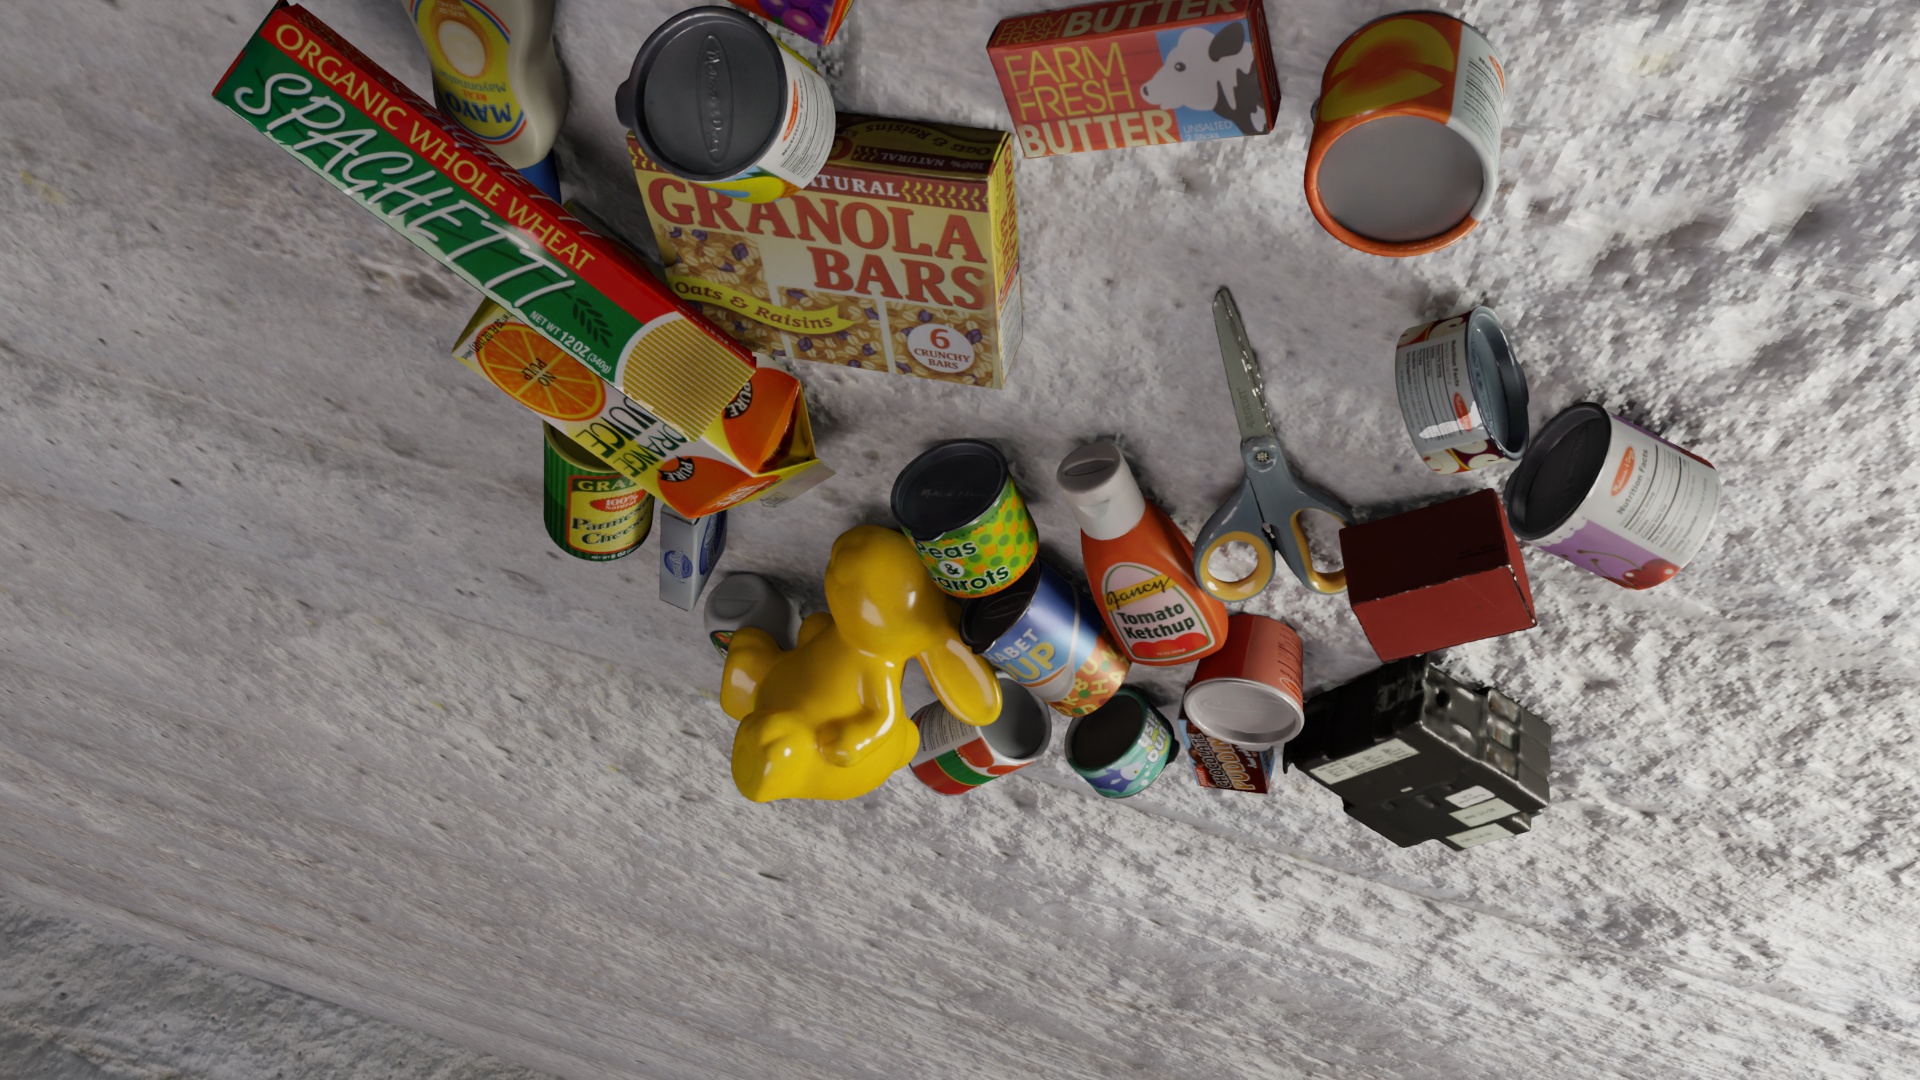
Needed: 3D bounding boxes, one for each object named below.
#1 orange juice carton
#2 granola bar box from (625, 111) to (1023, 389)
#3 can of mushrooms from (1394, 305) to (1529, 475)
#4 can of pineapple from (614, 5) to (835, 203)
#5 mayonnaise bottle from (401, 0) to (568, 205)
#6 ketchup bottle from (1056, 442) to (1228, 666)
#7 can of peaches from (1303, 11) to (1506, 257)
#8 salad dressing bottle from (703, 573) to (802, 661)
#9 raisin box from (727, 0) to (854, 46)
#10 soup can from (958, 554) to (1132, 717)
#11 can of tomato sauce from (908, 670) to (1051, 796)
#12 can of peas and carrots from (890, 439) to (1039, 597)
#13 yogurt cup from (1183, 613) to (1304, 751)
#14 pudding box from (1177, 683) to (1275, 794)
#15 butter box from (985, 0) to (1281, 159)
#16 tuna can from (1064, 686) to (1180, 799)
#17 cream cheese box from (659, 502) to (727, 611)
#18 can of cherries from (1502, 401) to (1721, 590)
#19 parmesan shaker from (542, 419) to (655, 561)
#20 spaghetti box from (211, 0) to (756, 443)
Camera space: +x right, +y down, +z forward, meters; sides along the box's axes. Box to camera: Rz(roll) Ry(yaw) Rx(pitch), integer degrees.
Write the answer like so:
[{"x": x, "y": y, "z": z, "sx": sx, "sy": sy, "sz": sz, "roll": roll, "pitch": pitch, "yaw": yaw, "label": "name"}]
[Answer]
[{"x": -0.156, "y": -0.079, "z": 0.728, "sx": 0.192, "sy": 0.073, "sz": 0.071, "roll": 37, "pitch": 141, "yaw": -25, "label": "orange juice carton"}, {"x": -0.058, "y": -0.135, "z": 0.636, "sx": 0.165, "sy": 0.039, "sz": 0.123, "roll": 10, "pitch": 144, "yaw": 13, "label": "granola bar box"}, {"x": 0.212, "y": -0.062, "z": 0.584, "sx": 0.033, "sy": 0.071, "sz": 0.071, "roll": -15, "pitch": 132, "yaw": 38, "label": "can of mushrooms"}, {"x": -0.091, "y": -0.171, "z": 0.552, "sx": 0.071, "sy": 0.071, "sz": 0.058, "roll": 10, "pitch": -174, "yaw": 13, "label": "can of pineapple"}, {"x": -0.204, "y": -0.203, "z": 0.611, "sx": 0.065, "sy": 0.041, "sz": 0.147, "roll": 14, "pitch": 145, "yaw": 4, "label": "mayonnaise bottle"}, {"x": 0.095, "y": 0.009, "z": 0.753, "sx": 0.064, "sy": 0.044, "sz": 0.148, "roll": -12, "pitch": 135, "yaw": 23, "label": "ketchup bottle"}, {"x": 0.159, "y": -0.145, "z": 0.503, "sx": 0.071, "sy": 0.058, "sz": 0.071, "roll": 12, "pitch": 144, "yaw": 9, "label": "can of peaches"}, {"x": -0.128, "y": 0.084, "z": 0.960, "sx": 0.064, "sy": 0.044, "sz": 0.147, "roll": 1, "pitch": 141, "yaw": 20, "label": "salad dressing bottle"}, {"x": -0.088, "y": -0.246, "z": 0.500, "sx": 0.123, "sy": 0.040, "sz": 0.085, "roll": 24, "pitch": 144, "yaw": -7, "label": "raisin box"}, {"x": 0.050, "y": 0.058, "z": 0.816, "sx": 0.083, "sy": 0.072, "sz": 0.071, "roll": 38, "pitch": 141, "yaw": -25, "label": "soup can"}, {"x": 0.013, "y": 0.131, "z": 0.938, "sx": 0.071, "sy": 0.071, "sz": 0.082, "roll": 33, "pitch": 142, "yaw": -19, "label": "can of tomato sauce"}, {"x": 0.003, "y": -0.009, "z": 0.748, "sx": 0.071, "sy": 0.071, "sz": 0.058, "roll": -1, "pitch": 141, "yaw": 26, "label": "can of peas and carrots"}, {"x": 0.167, "y": 0.079, "z": 0.804, "sx": 0.072, "sy": 0.054, "sz": 0.072, "roll": 13, "pitch": 144, "yaw": 9, "label": "yogurt cup"}, {"x": 0.171, "y": 0.127, "z": 0.888, "sx": 0.049, "sy": 0.030, "sz": 0.083, "roll": 4, "pitch": 142, "yaw": 23, "label": "pudding box"}, {"x": 0.066, "y": -0.178, "z": 0.531, "sx": 0.103, "sy": 0.024, "sz": 0.053, "roll": 1, "pitch": 142, "yaw": 24, "label": "butter box"}, {"x": 0.103, "y": 0.129, "z": 0.891, "sx": 0.071, "sy": 0.071, "sz": 0.032, "roll": -16, "pitch": 131, "yaw": 39, "label": "tuna can"}, {"x": -0.162, "y": -0.006, "z": 0.848, "sx": 0.024, "sy": 0.053, "sz": 0.103, "roll": 21, "pitch": 145, "yaw": 2, "label": "cream cheese box"}, {"x": 0.284, "y": -0.019, "z": 0.609, "sx": 0.058, "sy": 0.072, "sz": 0.071, "roll": 24, "pitch": 145, "yaw": -8, "label": "can of cherries"}, {"x": -0.207, "y": -0.041, "z": 0.814, "sx": 0.071, "sy": 0.072, "sz": 0.102, "roll": 21, "pitch": 145, "yaw": -3, "label": "parmesan shaker"}, {"x": -0.204, "y": -0.136, "z": 0.620, "sx": 0.250, "sy": 0.029, "sz": 0.050, "roll": 37, "pitch": 102, "yaw": -24, "label": "spaghetti box"}]
